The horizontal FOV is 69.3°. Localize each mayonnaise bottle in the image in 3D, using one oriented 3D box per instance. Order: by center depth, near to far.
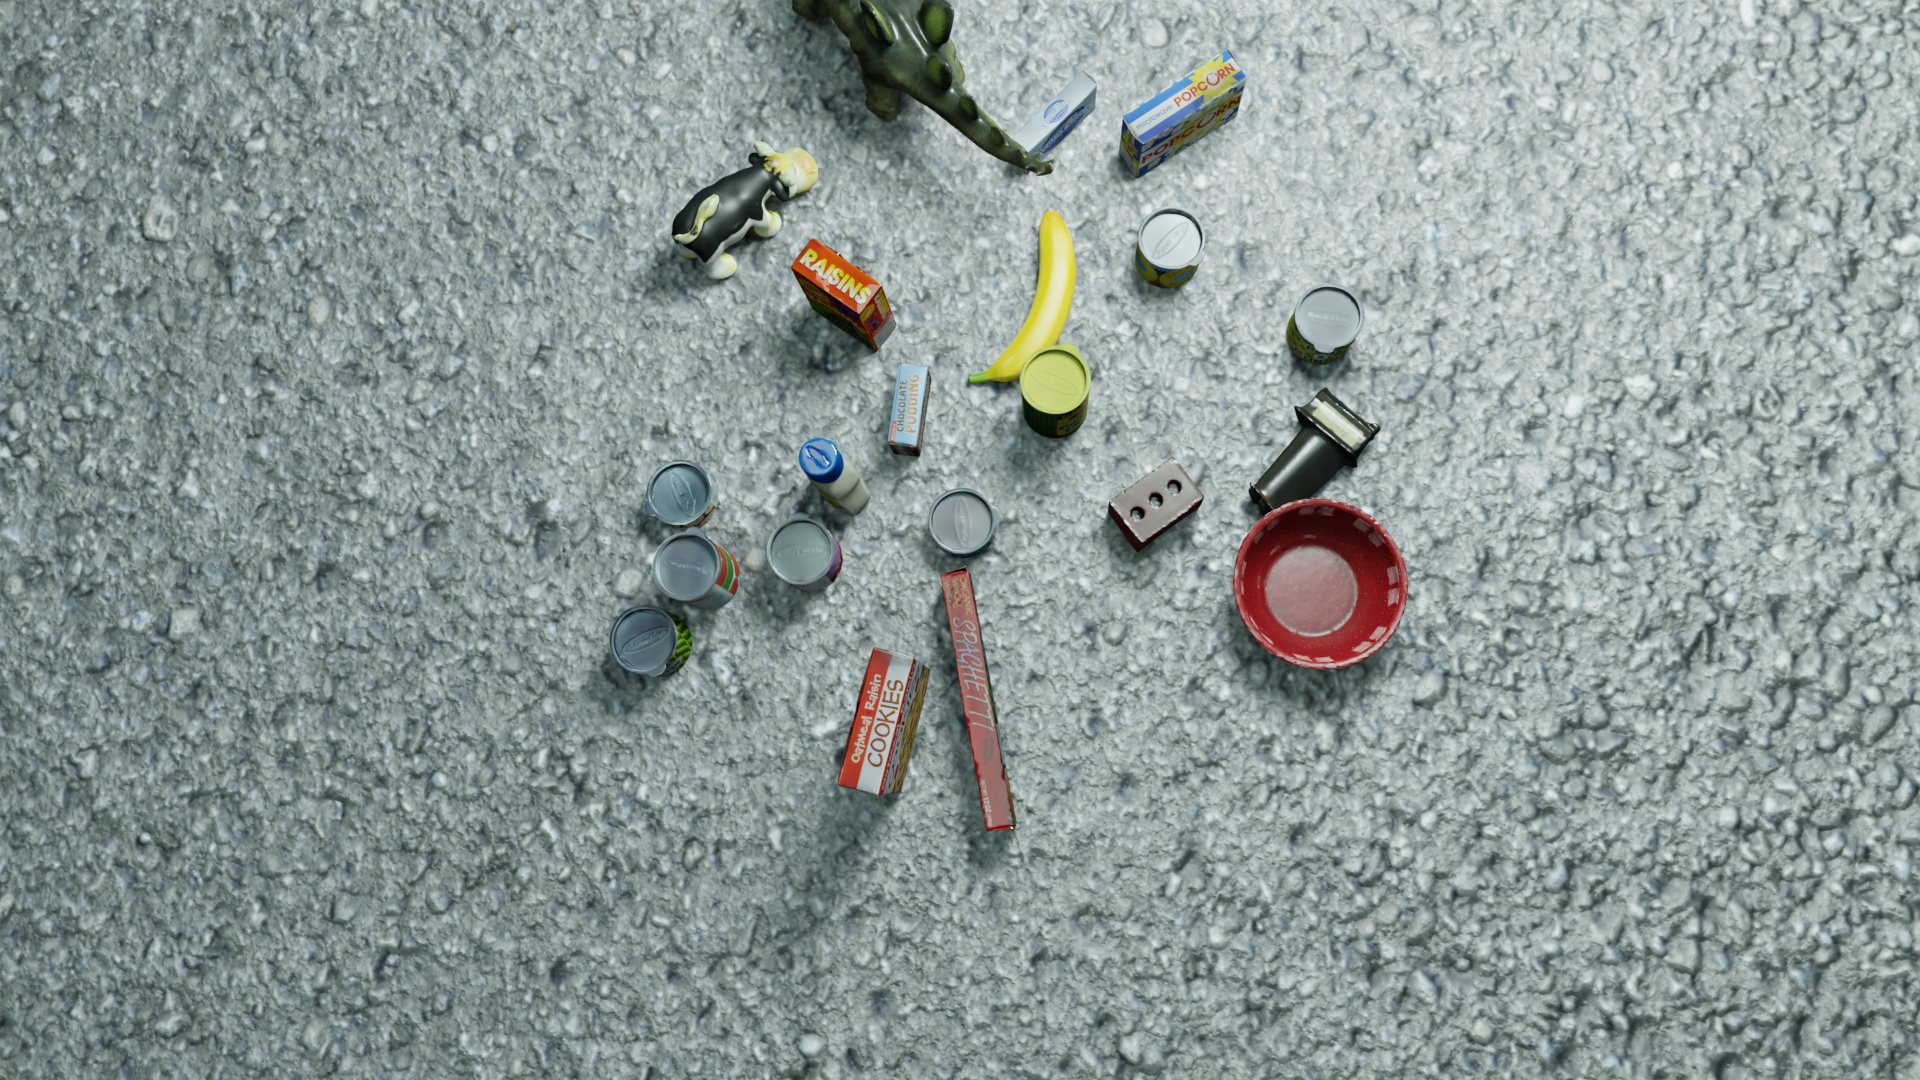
[{"bbox_3d":[-0.123,-0.064,1.322,0.065,0.148,0.041,42,86,10],"label":"mayonnaise bottle"}]

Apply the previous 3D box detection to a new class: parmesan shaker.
[{"bbox_3d":[0.093,-0.144,1.343,0.071,0.103,0.071,-1,80,4],"label":"parmesan shaker"}]

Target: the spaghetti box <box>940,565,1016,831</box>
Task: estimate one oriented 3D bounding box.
[{"bbox_3d":[0.017,0.151,1.324,0.029,0.050,0.250,-11,79,3],"label":"spaghetti box"}]

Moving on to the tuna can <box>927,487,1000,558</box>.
[{"bbox_3d":[0.005,-0.017,1.363,0.071,0.033,0.071,-1,80,4],"label":"tuna can"}]

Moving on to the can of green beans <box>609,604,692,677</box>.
[{"bbox_3d":[-0.300,0.099,1.352,0.071,0.057,0.071,-1,80,4],"label":"can of green beans"}]

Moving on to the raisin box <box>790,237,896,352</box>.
[{"bbox_3d":[-0.112,-0.240,1.365,0.086,0.123,0.040,36,85,9],"label":"raisin box"}]

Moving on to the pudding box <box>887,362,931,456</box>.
[{"bbox_3d":[-0.050,-0.129,1.378,0.030,0.049,0.084,7,81,6],"label":"pudding box"}]

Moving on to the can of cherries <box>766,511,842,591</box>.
[{"bbox_3d":[-0.150,0.012,1.356,0.071,0.058,0.071,-1,80,4],"label":"can of cherries"}]

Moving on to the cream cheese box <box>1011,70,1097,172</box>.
[{"bbox_3d":[0.096,-0.426,1.418,0.104,0.053,0.024,-45,80,-4],"label":"cream cheese box"}]

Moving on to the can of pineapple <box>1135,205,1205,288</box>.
[{"bbox_3d":[0.209,-0.290,1.383,0.071,0.058,0.071,-1,80,4],"label":"can of pineapple"}]

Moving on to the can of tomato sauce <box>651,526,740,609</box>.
[{"bbox_3d":[-0.255,0.028,1.349,0.071,0.083,0.071,-1,80,4],"label":"can of tomato sauce"}]

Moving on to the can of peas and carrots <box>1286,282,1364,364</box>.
[{"bbox_3d":[0.355,-0.208,1.357,0.071,0.058,0.071,-1,80,4],"label":"can of peas and carrots"}]

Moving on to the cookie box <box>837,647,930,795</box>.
[{"bbox_3d":[-0.068,0.167,1.267,0.040,0.167,0.123,13,82,6],"label":"cookie box"}]

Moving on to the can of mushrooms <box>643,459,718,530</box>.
[{"bbox_3d":[-0.279,-0.044,1.388,0.071,0.033,0.071,-1,80,4],"label":"can of mushrooms"}]

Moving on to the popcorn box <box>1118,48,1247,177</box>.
[{"bbox_3d":[0.221,-0.426,1.392,0.127,0.085,0.038,-33,80,-2],"label":"popcorn box"}]
